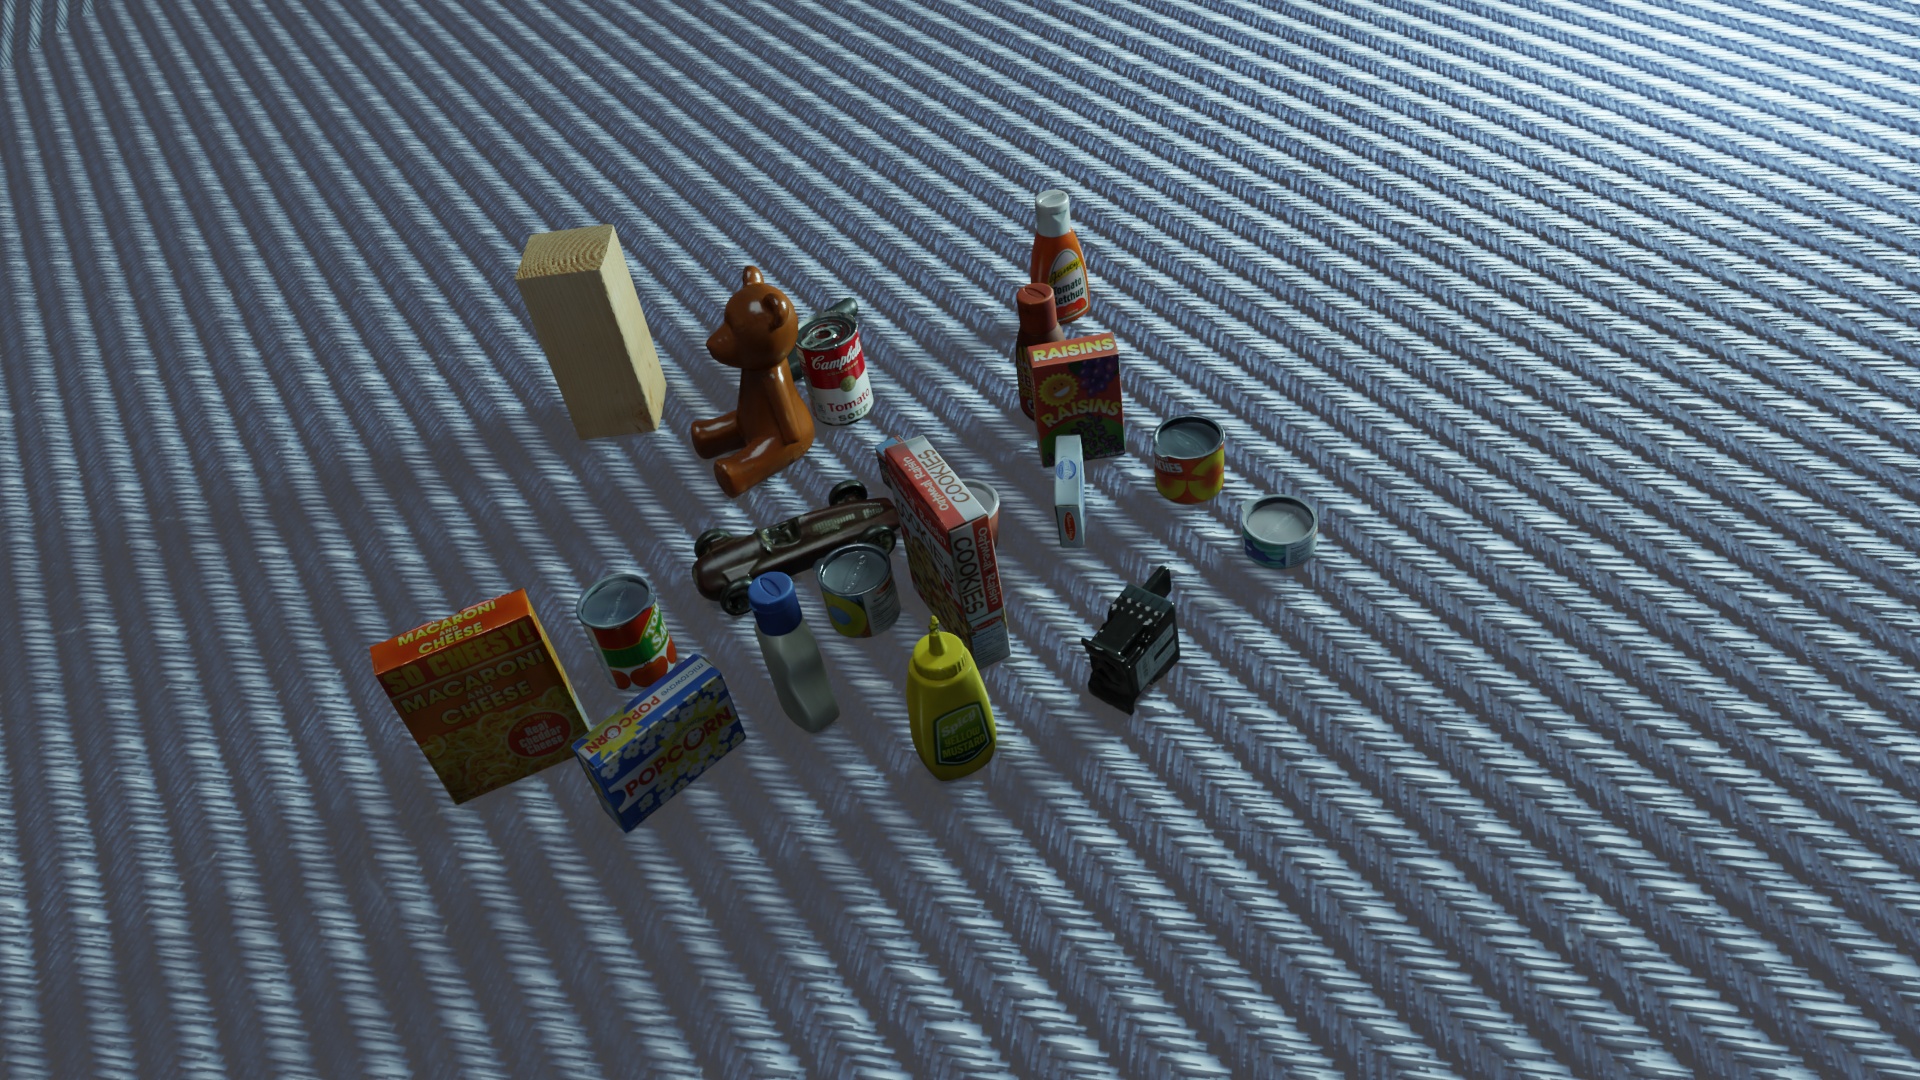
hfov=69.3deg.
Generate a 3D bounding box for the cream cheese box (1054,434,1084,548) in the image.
[{"bbox_3d":[0.102,-0.047,1.300,0.024,0.053,0.104,-3,43,8],"label":"cream cheese box"}]

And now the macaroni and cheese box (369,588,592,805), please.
[{"bbox_3d":[-0.382,0.127,1.122,0.124,0.165,0.040,-22,44,-13],"label":"macaroni and cheese box"}]

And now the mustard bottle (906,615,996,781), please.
[{"bbox_3d":[-0.012,0.118,1.065,0.065,0.159,0.049,-22,44,-13],"label":"mustard bottle"}]

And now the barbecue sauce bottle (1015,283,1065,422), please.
[{"bbox_3d":[0.081,-0.185,1.383,0.044,0.147,0.065,-36,48,-25],"label":"barbecue sauce bottle"}]

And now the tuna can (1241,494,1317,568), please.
[{"bbox_3d":[0.282,-0.009,1.239,0.071,0.032,0.071,-5,43,5],"label":"tuna can"}]

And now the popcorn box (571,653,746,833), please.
[{"bbox_3d":[-0.240,0.162,1.117,0.038,0.084,0.127,30,56,35],"label":"popcorn box"}]

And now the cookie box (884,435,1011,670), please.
[{"bbox_3d":[-0.011,0.011,1.175,0.040,0.166,0.123,-24,44,-15],"label":"cookie box"}]

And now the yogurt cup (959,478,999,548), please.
[{"bbox_3d":[0.005,-0.016,1.285,0.072,0.053,0.073,-6,43,5],"label":"yogurt cup"}]

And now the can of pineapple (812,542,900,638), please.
[{"bbox_3d":[-0.091,0.044,1.236,0.071,0.057,0.071,-6,43,5],"label":"can of pineapple"}]

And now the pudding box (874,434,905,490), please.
[{"bbox_3d":[-0.046,-0.061,1.347,0.030,0.049,0.084,-30,46,-20],"label":"pudding box"}]

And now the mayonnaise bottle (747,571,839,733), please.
[{"bbox_3d":[-0.138,0.089,1.129,0.041,0.147,0.065,-32,47,-22],"label":"mayonnaise bottle"}]

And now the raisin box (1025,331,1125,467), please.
[{"bbox_3d":[0.113,-0.135,1.342,0.086,0.122,0.040,-9,42,1],"label":"raisin box"}]

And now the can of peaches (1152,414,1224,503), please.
[{"bbox_3d":[0.213,-0.075,1.306,0.071,0.057,0.071,-6,43,5],"label":"can of peaches"}]

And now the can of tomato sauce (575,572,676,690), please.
[{"bbox_3d":[-0.289,0.080,1.216,0.071,0.082,0.071,-6,43,5],"label":"can of tomato sauce"}]

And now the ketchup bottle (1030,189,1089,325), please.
[{"bbox_3d":[0.105,-0.307,1.511,0.065,0.148,0.044,-25,44,-15],"label":"ketchup bottle"}]
